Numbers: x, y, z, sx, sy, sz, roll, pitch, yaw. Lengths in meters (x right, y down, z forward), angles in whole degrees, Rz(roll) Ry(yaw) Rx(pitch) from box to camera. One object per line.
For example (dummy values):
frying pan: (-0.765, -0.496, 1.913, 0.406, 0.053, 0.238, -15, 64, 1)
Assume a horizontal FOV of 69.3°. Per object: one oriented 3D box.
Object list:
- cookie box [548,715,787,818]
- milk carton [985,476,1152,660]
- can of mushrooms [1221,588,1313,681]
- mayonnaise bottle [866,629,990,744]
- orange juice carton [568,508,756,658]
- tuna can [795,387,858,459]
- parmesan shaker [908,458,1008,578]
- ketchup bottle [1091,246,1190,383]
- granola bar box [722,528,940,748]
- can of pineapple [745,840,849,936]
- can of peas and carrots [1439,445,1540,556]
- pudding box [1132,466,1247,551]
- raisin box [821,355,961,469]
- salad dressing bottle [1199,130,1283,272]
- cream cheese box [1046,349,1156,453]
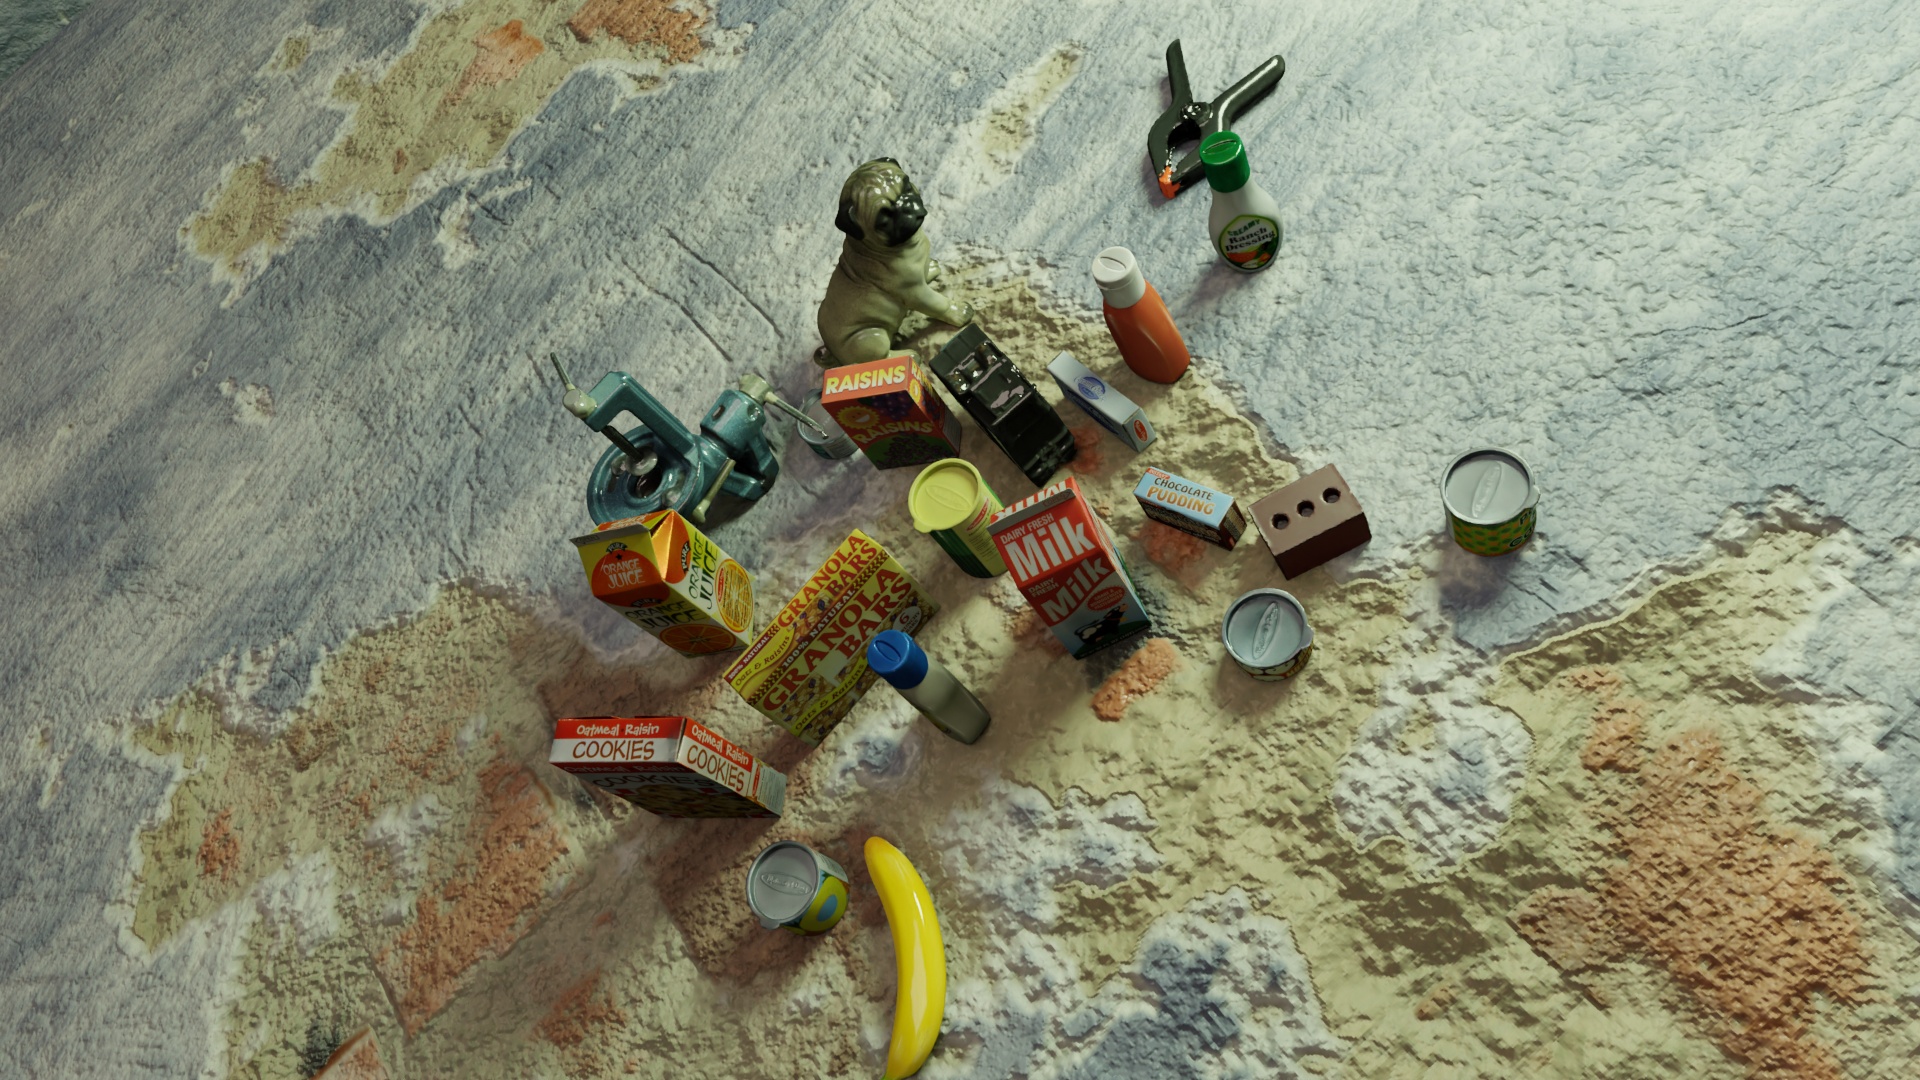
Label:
cookie box: (-0.238, 0.189, 1.147, 0.123, 0.167, 0.040, -4, 63, 22)
milk carton: (0.083, 0.016, 1.082, 0.072, 0.190, 0.074, -26, 57, 10)
can of mushrooms: (0.240, 0.074, 1.076, 0.071, 0.033, 0.071, -10, 60, 19)
mayonnaise bottle: (-0.028, 0.114, 1.105, 0.065, 0.147, 0.041, 34, 82, 34)
orange juice carton: (-0.258, 0.033, 1.223, 0.072, 0.192, 0.073, -11, 61, 19)
tuna can: (-0.123, -0.115, 1.338, 0.071, 0.032, 0.071, -10, 60, 19)
parmesan shaker: (0.004, -0.015, 1.186, 0.071, 0.103, 0.071, -10, 61, 19)
ketchup bottle: (0.150, -0.192, 1.187, 0.065, 0.148, 0.043, 30, 79, 33)
granola bar box: (-0.106, 0.084, 1.170, 0.166, 0.124, 0.039, -48, 56, -5)
can of pineapple: (-0.131, 0.282, 1.117, 0.071, 0.057, 0.071, -10, 61, 19)
can of peas and carrots: (0.400, -0.028, 1.044, 0.071, 0.058, 0.071, -10, 61, 19)
pudding box: (0.189, -0.027, 1.143, 0.084, 0.049, 0.030, 25, 76, 32)
raisin box: (-0.061, -0.114, 1.255, 0.086, 0.123, 0.040, -7, 62, 21)
salad dressing bottle: (0.240, -0.292, 1.201, 0.064, 0.147, 0.044, -16, 59, 16)
cream cheese box: (0.123, -0.122, 1.220, 0.024, 0.053, 0.104, -45, 56, -3)
